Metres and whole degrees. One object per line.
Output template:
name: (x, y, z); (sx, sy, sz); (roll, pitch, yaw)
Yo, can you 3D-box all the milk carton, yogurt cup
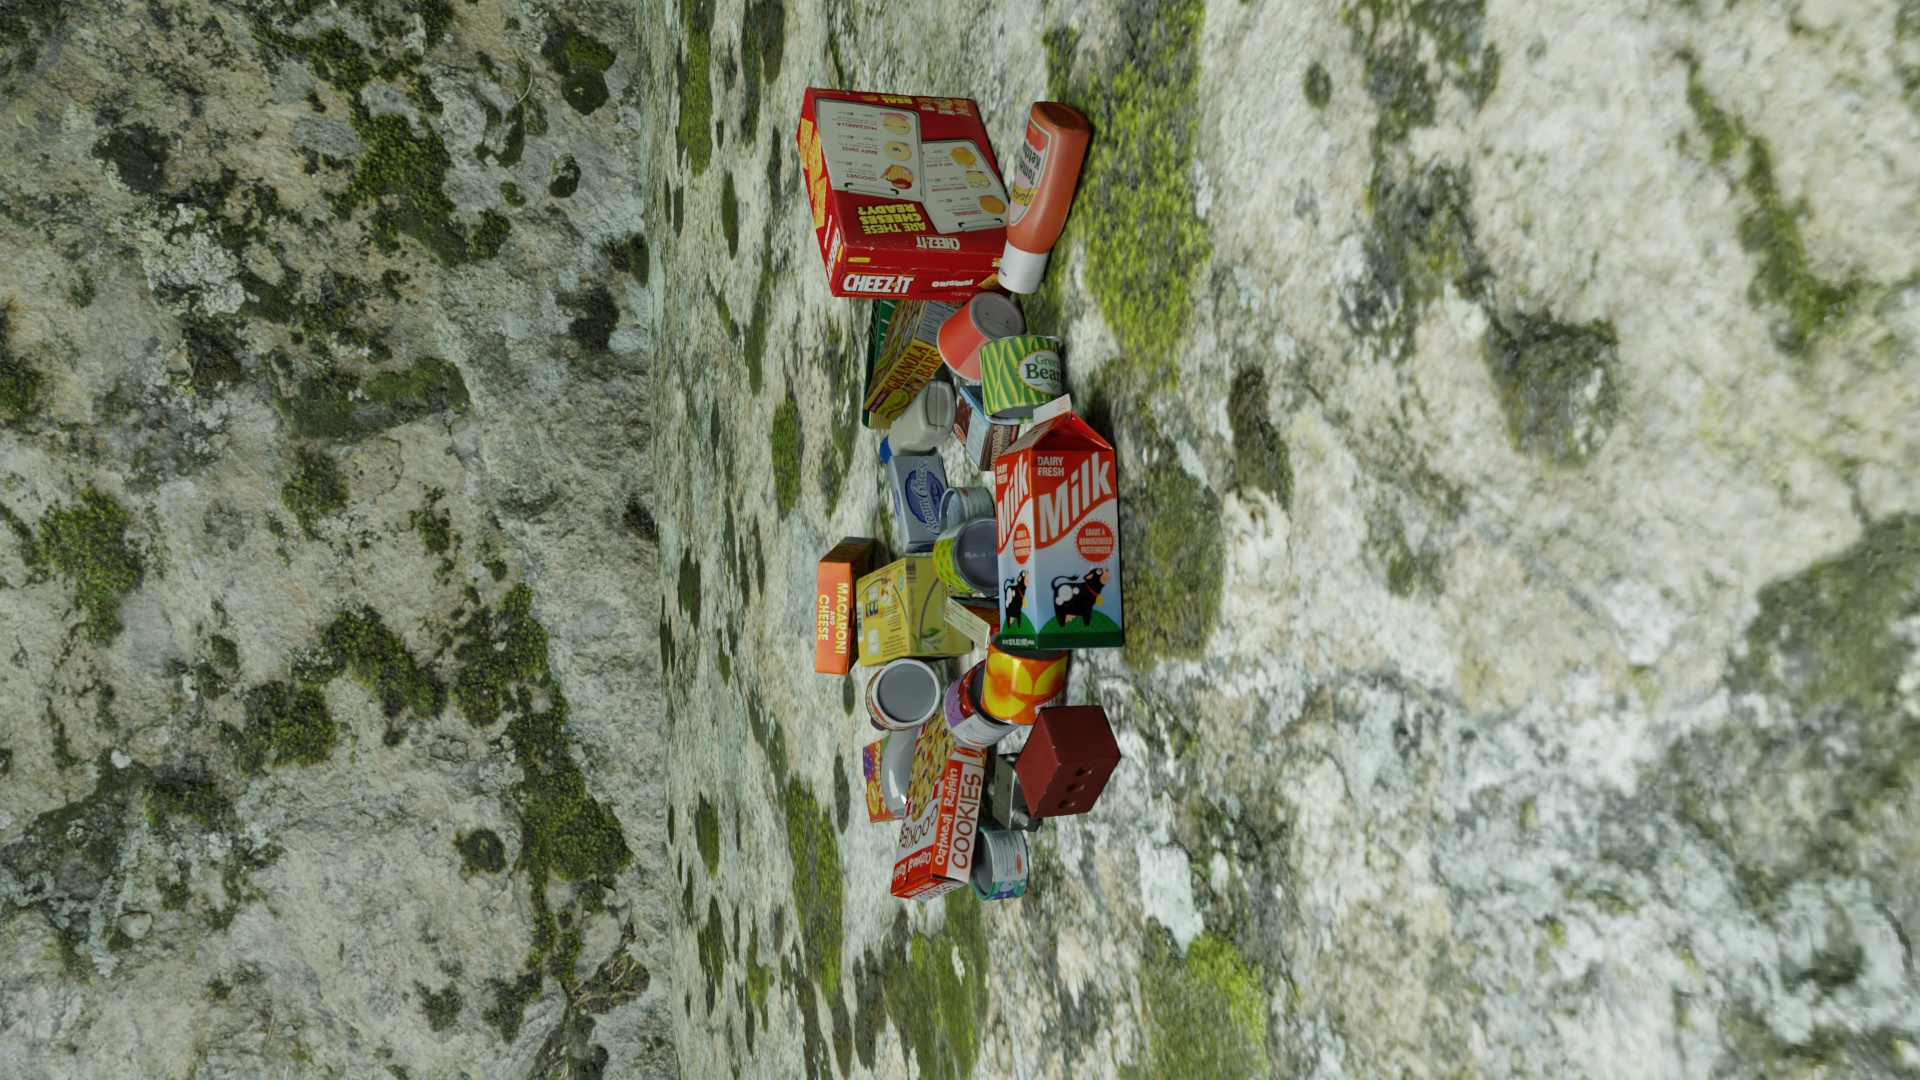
milk carton: (0.073, -0.012, 1.060); (0.072, 0.073, 0.190); (165, 104, -69)
yogurt cup: (0.020, -0.180, 1.212); (0.053, 0.072, 0.072); (-44, 49, 52)

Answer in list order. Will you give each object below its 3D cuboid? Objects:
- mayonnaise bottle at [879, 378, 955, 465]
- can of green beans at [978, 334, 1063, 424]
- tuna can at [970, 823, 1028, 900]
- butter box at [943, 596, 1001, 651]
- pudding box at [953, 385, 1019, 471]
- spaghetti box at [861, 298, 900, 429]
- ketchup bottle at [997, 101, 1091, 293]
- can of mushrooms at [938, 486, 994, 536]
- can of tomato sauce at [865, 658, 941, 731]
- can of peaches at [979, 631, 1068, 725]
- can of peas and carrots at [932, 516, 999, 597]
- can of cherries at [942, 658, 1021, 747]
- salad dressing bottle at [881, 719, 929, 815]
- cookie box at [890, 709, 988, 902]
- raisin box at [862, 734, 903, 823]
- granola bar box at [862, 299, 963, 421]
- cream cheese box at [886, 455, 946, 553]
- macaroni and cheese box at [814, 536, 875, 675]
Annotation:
mayonnaise bottle: (-0.046, -0.113, 1.418); (0.147, 0.041, 0.065); (142, 132, -66)
can of green beans: (0.050, -0.130, 1.129); (0.071, 0.071, 0.058); (152, 115, -67)
tuna can: (0.032, 0.285, 1.232); (0.071, 0.033, 0.071); (-179, 89, -69)
butter box: (0.028, 0.072, 1.209); (0.103, 0.053, 0.024); (-151, 65, -66)
pudding box: (0.022, -0.102, 1.253); (0.084, 0.030, 0.049); (-122, 36, -54)
spaghetti box: (-0.067, -0.239, 1.456); (0.029, 0.050, 0.249); (-140, 53, -61)
ketchup bottle: (0.064, -0.273, 1.120); (0.065, 0.043, 0.148); (-115, 31, -47)
can of mushrooms: (0.005, -0.016, 1.296); (0.071, 0.033, 0.071); (180, 89, -68)
can of tomato sauce: (-0.058, 0.151, 1.342); (0.083, 0.071, 0.071); (130, 136, -77)
can of peaches: (0.054, 0.111, 1.128); (0.071, 0.071, 0.058); (-137, 51, -62)
can of peas and carrots: (0.015, 0.016, 1.224); (0.058, 0.071, 0.071); (165, 104, -69)
can of cherries: (0.025, 0.137, 1.201); (0.058, 0.071, 0.071); (131, 134, -60)
salad dressing bottle: (-0.049, 0.203, 1.412); (0.044, 0.064, 0.148); (-27, 55, 46)
cookie box: (-0.018, 0.241, 1.285); (0.122, 0.040, 0.168); (131, 152, -60)
raisin box: (-0.068, 0.254, 1.484); (0.123, 0.040, 0.086); (142, 124, -65)
granola bar box: (-0.039, -0.204, 1.345); (0.165, 0.039, 0.124); (139, 149, -63)
cream cheese box: (-0.038, -0.037, 1.379); (0.024, 0.053, 0.104); (118, 145, -55)
macaroni and cheese box: (-0.126, 0.069, 1.541); (0.167, 0.040, 0.123); (-62, -25, -80)
